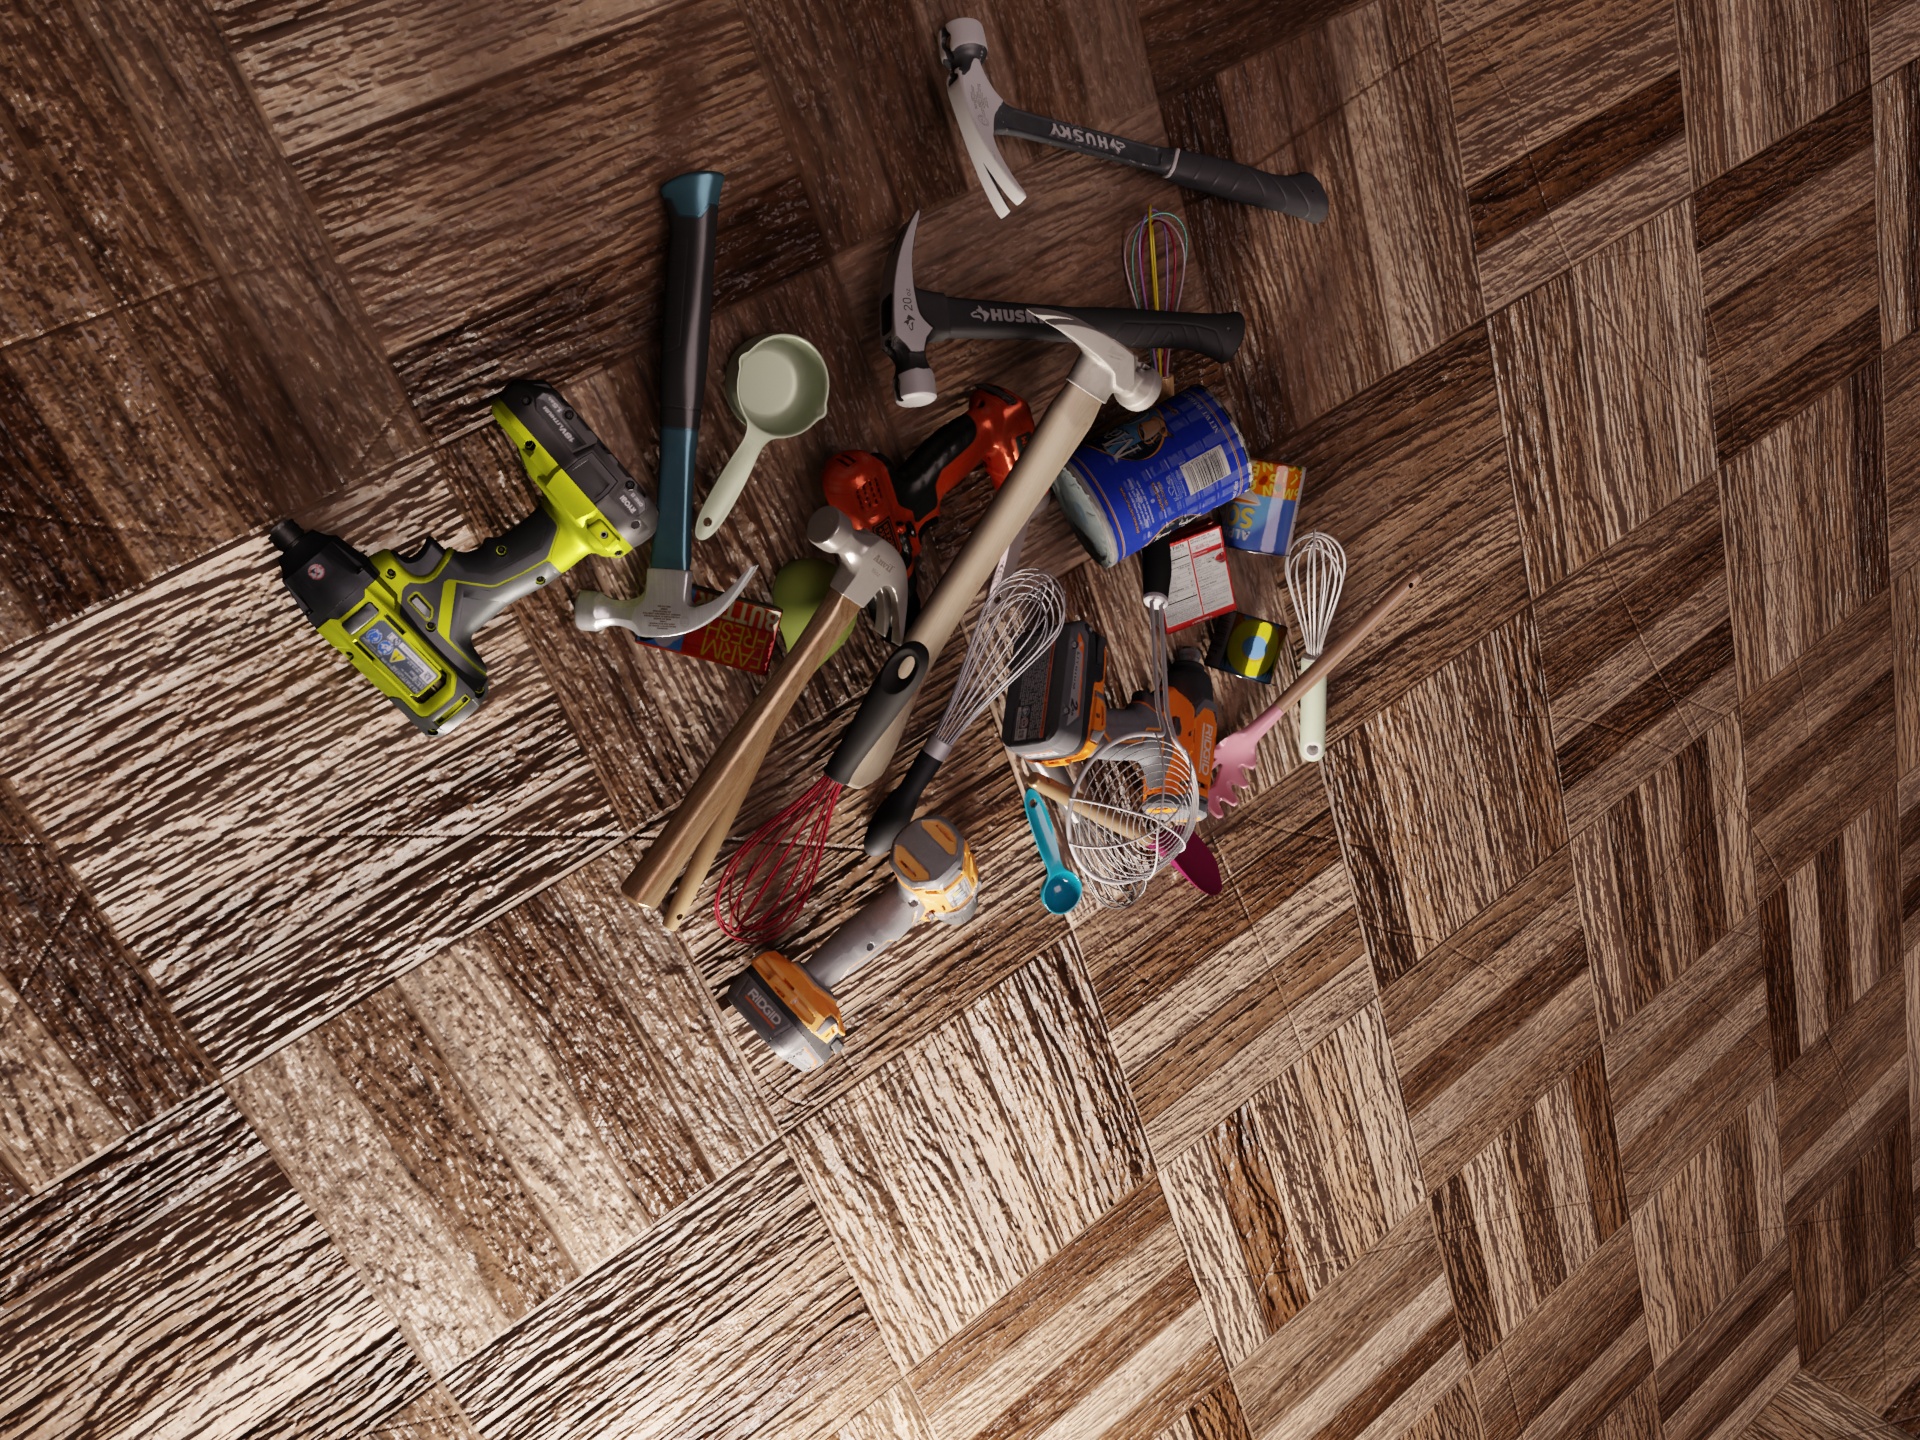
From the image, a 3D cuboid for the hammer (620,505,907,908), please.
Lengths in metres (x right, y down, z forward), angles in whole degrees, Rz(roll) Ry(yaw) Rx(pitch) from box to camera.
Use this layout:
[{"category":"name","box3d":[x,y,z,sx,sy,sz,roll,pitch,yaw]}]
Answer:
[{"category":"hammer","box3d":[-0.150,0.002,1.200,0.331,0.031,0.130,-55,142,3]}]

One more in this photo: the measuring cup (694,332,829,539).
[{"category":"measuring cup","box3d":[-0.162,-0.212,1.190,0.083,0.038,0.167,29,90,-36]}]

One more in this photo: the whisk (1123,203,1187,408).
[{"category":"whisk","box3d":[0.174,-0.321,1.376,0.051,0.047,0.244,-15,118,-16]}]

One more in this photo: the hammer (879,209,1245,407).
[{"category":"hammer","box3d":[0.089,-0.322,1.272,0.334,0.035,0.146,-5,83,-28]}]

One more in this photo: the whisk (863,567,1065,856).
[{"category":"whisk","box3d":[-0.003,-0.005,1.342,0.070,0.070,0.284,28,99,-36]}]

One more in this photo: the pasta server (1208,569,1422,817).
[{"category":"pasta server","box3d":[0.330,-0.028,1.534,0.316,0.040,0.060,-44,113,3]}]

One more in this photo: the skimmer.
[{"category":"skimmer","box3d":[0.145,-0.040,1.346,0.127,0.090,0.364,26,51,-33]}]

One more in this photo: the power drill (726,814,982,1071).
[{"category":"power drill","box3d":[-0.073,0.187,1.329,0.226,0.084,0.185,-43,160,-8]}]

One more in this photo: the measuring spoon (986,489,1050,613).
[{"category":"measuring spoon","box3d":[0.049,-0.148,1.360,0.034,0.018,0.124,15,97,-36]}]

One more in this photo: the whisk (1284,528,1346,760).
[{"category":"whisk","box3d":[0.349,-0.071,1.569,0.058,0.059,0.246,1,116,12]}]

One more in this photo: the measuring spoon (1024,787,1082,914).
[{"category":"measuring spoon","box3d":[0.078,0.119,1.470,0.042,0.021,0.128,-25,108,-21]}]

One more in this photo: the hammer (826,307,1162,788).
[{"category":"hammer","box3d":[0.004,-0.125,1.253,0.146,0.038,0.410,19,108,-49]}]

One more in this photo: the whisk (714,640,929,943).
[{"category":"whisk","box3d":[-0.108,0.059,1.256,0.073,0.073,0.295,21,111,-36]}]

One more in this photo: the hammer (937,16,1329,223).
[{"category":"hammer","box3d":[0.160,-0.455,1.299,0.408,0.036,0.149,-2,75,-38]}]

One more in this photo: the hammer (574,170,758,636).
[{"category":"hammer","box3d":[-0.202,-0.223,1.140,0.128,0.033,0.331,5,98,0]}]

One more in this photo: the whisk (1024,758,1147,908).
[{"category":"whisk","box3d":[0.105,0.086,1.459,0.055,0.055,0.238,-41,118,-16]}]

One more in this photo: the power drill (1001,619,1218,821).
[{"category":"power drill","box3d":[0.146,-0.013,1.421,0.226,0.084,0.164,22,69,-39]}]

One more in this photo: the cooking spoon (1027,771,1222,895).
[{"category":"cooking spoon","box3d":[0.159,0.101,1.471,0.318,0.017,0.069,28,44,-46]}]

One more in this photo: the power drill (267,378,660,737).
[{"category":"power drill","box3d":[-0.331,-0.121,1.069,0.223,0.080,0.171,-41,112,-4]}]

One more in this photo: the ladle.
[{"category":"ladle","box3d":[-0.170,0.020,1.264,0.078,0.062,0.320,19,101,-47]}]
